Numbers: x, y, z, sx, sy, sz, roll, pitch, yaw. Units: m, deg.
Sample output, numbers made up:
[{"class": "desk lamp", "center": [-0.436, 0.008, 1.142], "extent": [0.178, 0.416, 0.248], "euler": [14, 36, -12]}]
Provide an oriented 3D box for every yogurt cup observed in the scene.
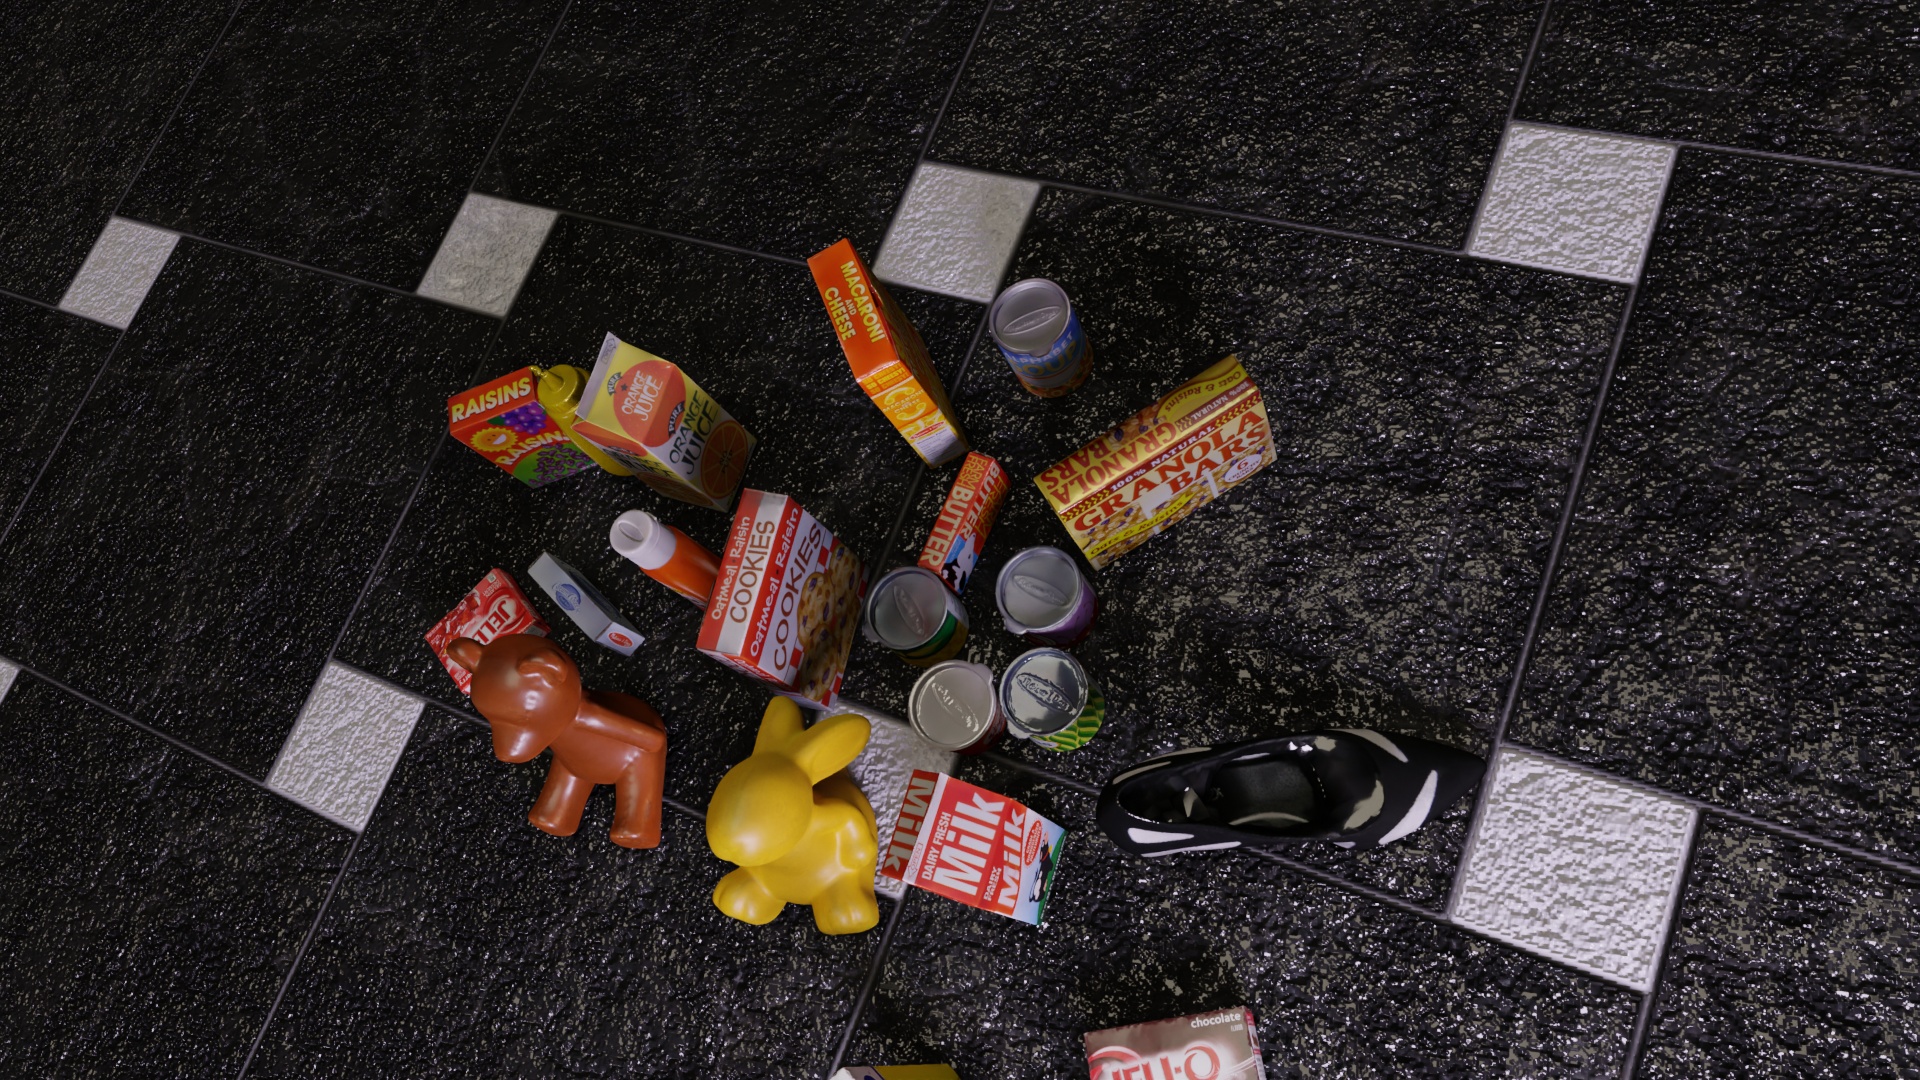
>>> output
[{"class": "yogurt cup", "center": [0.001, 0.128, 1.036], "extent": [0.072, 0.054, 0.072], "euler": [-7, 68, 17]}]

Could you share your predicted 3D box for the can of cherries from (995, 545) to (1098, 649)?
[{"class": "can of cherries", "center": [0.064, 0.046, 1.045], "extent": [0.071, 0.058, 0.072], "euler": [-7, 68, 17]}]

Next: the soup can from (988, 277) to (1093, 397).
[{"class": "soup can", "center": [0.066, -0.158, 1.110], "extent": [0.071, 0.083, 0.071], "euler": [-7, 68, 17]}]

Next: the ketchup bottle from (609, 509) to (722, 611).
[{"class": "ketchup bottle", "center": [-0.224, 0.017, 1.104], "extent": [0.065, 0.148, 0.043], "euler": [30, 82, 26]}]

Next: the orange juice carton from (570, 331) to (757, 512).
[{"class": "orange juice carton", "center": [-0.248, -0.095, 1.132], "extent": [0.073, 0.192, 0.072], "euler": [13, 75, 23]}]

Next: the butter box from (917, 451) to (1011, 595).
[{"class": "butter box", "center": [0.004, -0.014, 1.092], "extent": [0.024, 0.053, 0.103], "euler": [19, 77, 25]}]

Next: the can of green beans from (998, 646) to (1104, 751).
[{"class": "can of green beans", "center": [0.067, 0.117, 1.016], "extent": [0.071, 0.057, 0.071], "euler": [-7, 68, 17]}]

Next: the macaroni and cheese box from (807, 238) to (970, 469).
[{"class": "macaroni and cheese box", "center": [-0.054, -0.145, 1.100], "extent": [0.040, 0.166, 0.124], "euler": [-27, 63, 8]}]

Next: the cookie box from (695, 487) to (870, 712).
[{"class": "cookie box", "center": [-0.130, 0.049, 1.049], "extent": [0.040, 0.167, 0.123], "euler": [7, 72, 21]}]

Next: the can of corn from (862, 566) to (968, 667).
[{"class": "can of corn", "center": [-0.035, 0.062, 1.072], "extent": [0.071, 0.058, 0.071], "euler": [-7, 68, 17]}]

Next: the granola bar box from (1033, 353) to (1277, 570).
[{"class": "granola bar box", "center": [0.147, -0.053, 1.018], "extent": [0.165, 0.124, 0.039], "euler": [-32, 63, 5]}]

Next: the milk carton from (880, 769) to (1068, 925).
[{"class": "milk carton", "center": [0.007, 0.205, 0.927], "extent": [0.073, 0.190, 0.072], "euler": [13, 74, 23]}]

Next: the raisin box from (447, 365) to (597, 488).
[{"class": "raisin box", "center": [-0.375, -0.098, 1.216], "extent": [0.086, 0.123, 0.040], "euler": [-19, 65, 12]}]

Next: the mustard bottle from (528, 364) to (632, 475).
[{"class": "mustard bottle", "center": [-0.314, -0.109, 1.179], "extent": [0.049, 0.160, 0.065], "euler": [-21, 64, 11]}]

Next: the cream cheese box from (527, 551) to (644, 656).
[{"class": "cream cheese box", "center": [-0.317, 0.054, 1.175], "extent": [0.104, 0.053, 0.024], "euler": [39, 86, 27]}]
